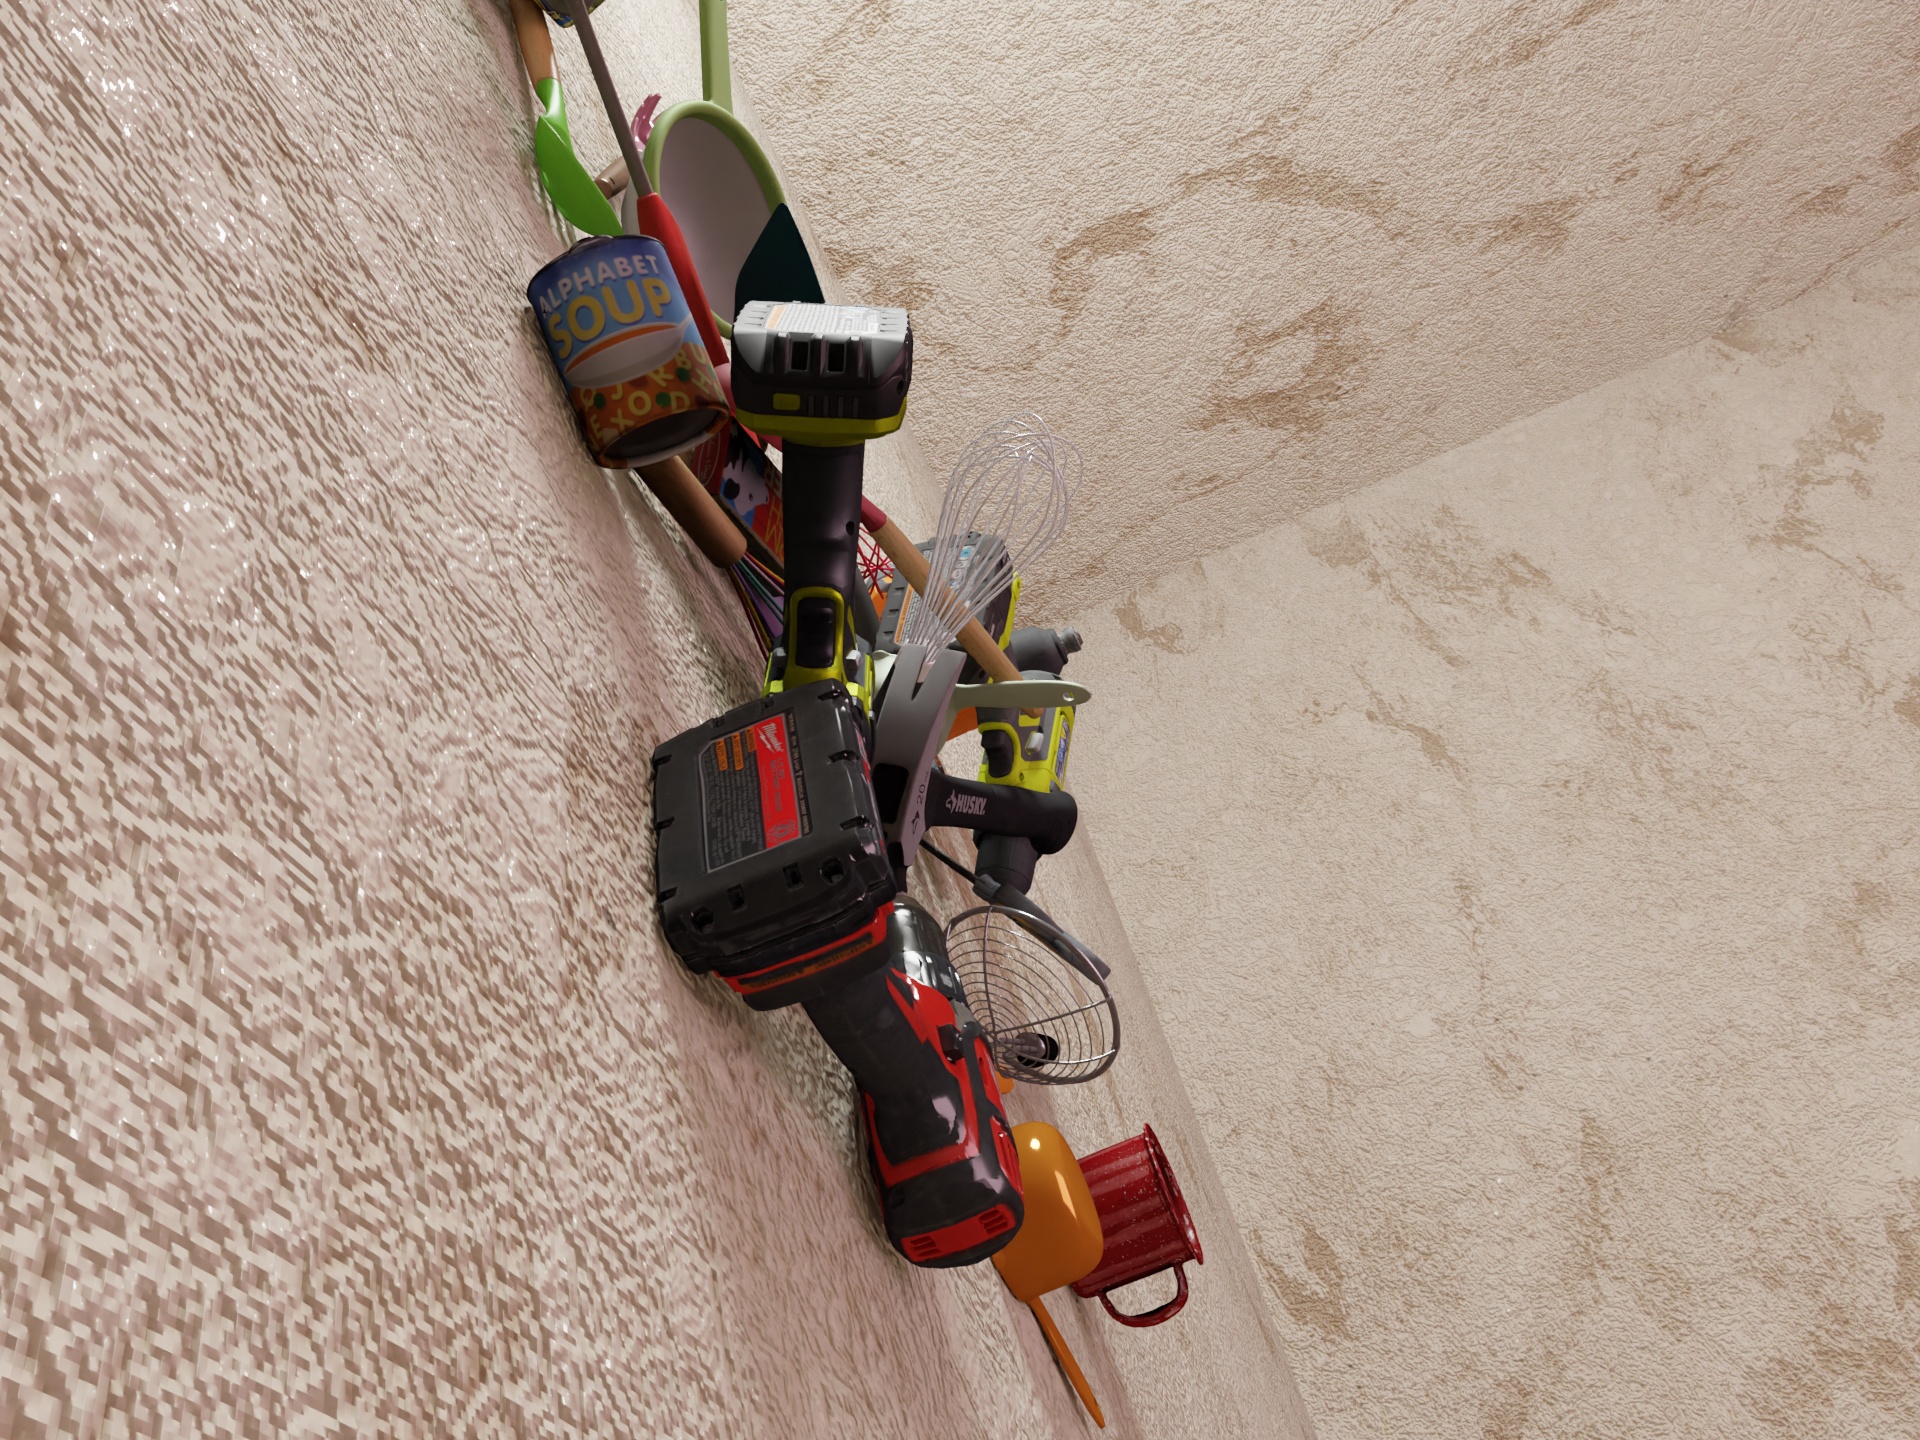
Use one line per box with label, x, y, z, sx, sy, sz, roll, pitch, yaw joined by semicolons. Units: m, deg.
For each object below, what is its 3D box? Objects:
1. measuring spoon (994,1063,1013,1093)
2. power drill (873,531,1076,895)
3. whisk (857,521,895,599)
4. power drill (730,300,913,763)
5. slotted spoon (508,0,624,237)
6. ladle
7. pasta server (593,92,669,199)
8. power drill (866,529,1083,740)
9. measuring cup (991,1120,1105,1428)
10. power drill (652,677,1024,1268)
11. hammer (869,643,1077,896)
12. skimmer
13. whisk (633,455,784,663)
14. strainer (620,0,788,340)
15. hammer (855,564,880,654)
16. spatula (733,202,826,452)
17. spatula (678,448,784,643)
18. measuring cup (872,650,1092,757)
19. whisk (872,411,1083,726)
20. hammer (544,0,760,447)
measuring spoon;0.026;0.230;1.028;0.116;0.011;0.021;46;21;-74
power drill;0.018;0.001;1.115;0.228;0.080;0.191;63;30;-45
whisk;-0.094;-0.159;1.293;0.073;0.073;0.296;64;-1;-24
power drill;-0.066;-0.073;0.740;0.171;0.080;0.223;-96;-172;-68
slotted spoon;-0.242;-0.377;0.923;0.070;0.031;0.314;60;6;-53
ladle;-0.035;-0.097;0.933;0.315;0.031;0.069;48;18;-37
pasta server;-0.223;-0.392;1.106;0.060;0.040;0.316;51;12;-22
power drill;0.008;-0.073;1.337;0.227;0.164;0.084;-108;172;-58
measuring cup;0.060;0.298;0.859;0.173;0.052;0.095;64;6;-4
power drill;-0.042;0.092;0.652;0.188;0.080;0.226;-106;174;-52
hammer;0.016;0.046;0.949;0.334;0.035;0.146;16;84;-71
skimmer;0.058;0.195;1.073;0.127;0.090;0.363;35;-5;15
whisk;-0.113;-0.073;0.841;0.051;0.047;0.244;56;1;41
strainer;-0.176;-0.362;1.022;0.151;0.069;0.256;11;73;-60
hammer;-0.082;-0.104;1.117;0.128;0.033;0.331;157;-85;-76
spatula;-0.118;-0.218;1.001;0.317;0.044;0.082;138;-69;-81
spatula;-0.135;-0.110;0.880;0.060;0.018;0.315;-97;165;-45
measuring cup;-0.002;-0.003;0.988;0.038;0.167;0.083;-70;149;-44
whisk;-0.012;-0.054;0.882;0.284;0.070;0.070;-58;-140;43
hammer;-0.155;-0.241;0.881;0.149;0.036;0.358;-120;-169;-65
